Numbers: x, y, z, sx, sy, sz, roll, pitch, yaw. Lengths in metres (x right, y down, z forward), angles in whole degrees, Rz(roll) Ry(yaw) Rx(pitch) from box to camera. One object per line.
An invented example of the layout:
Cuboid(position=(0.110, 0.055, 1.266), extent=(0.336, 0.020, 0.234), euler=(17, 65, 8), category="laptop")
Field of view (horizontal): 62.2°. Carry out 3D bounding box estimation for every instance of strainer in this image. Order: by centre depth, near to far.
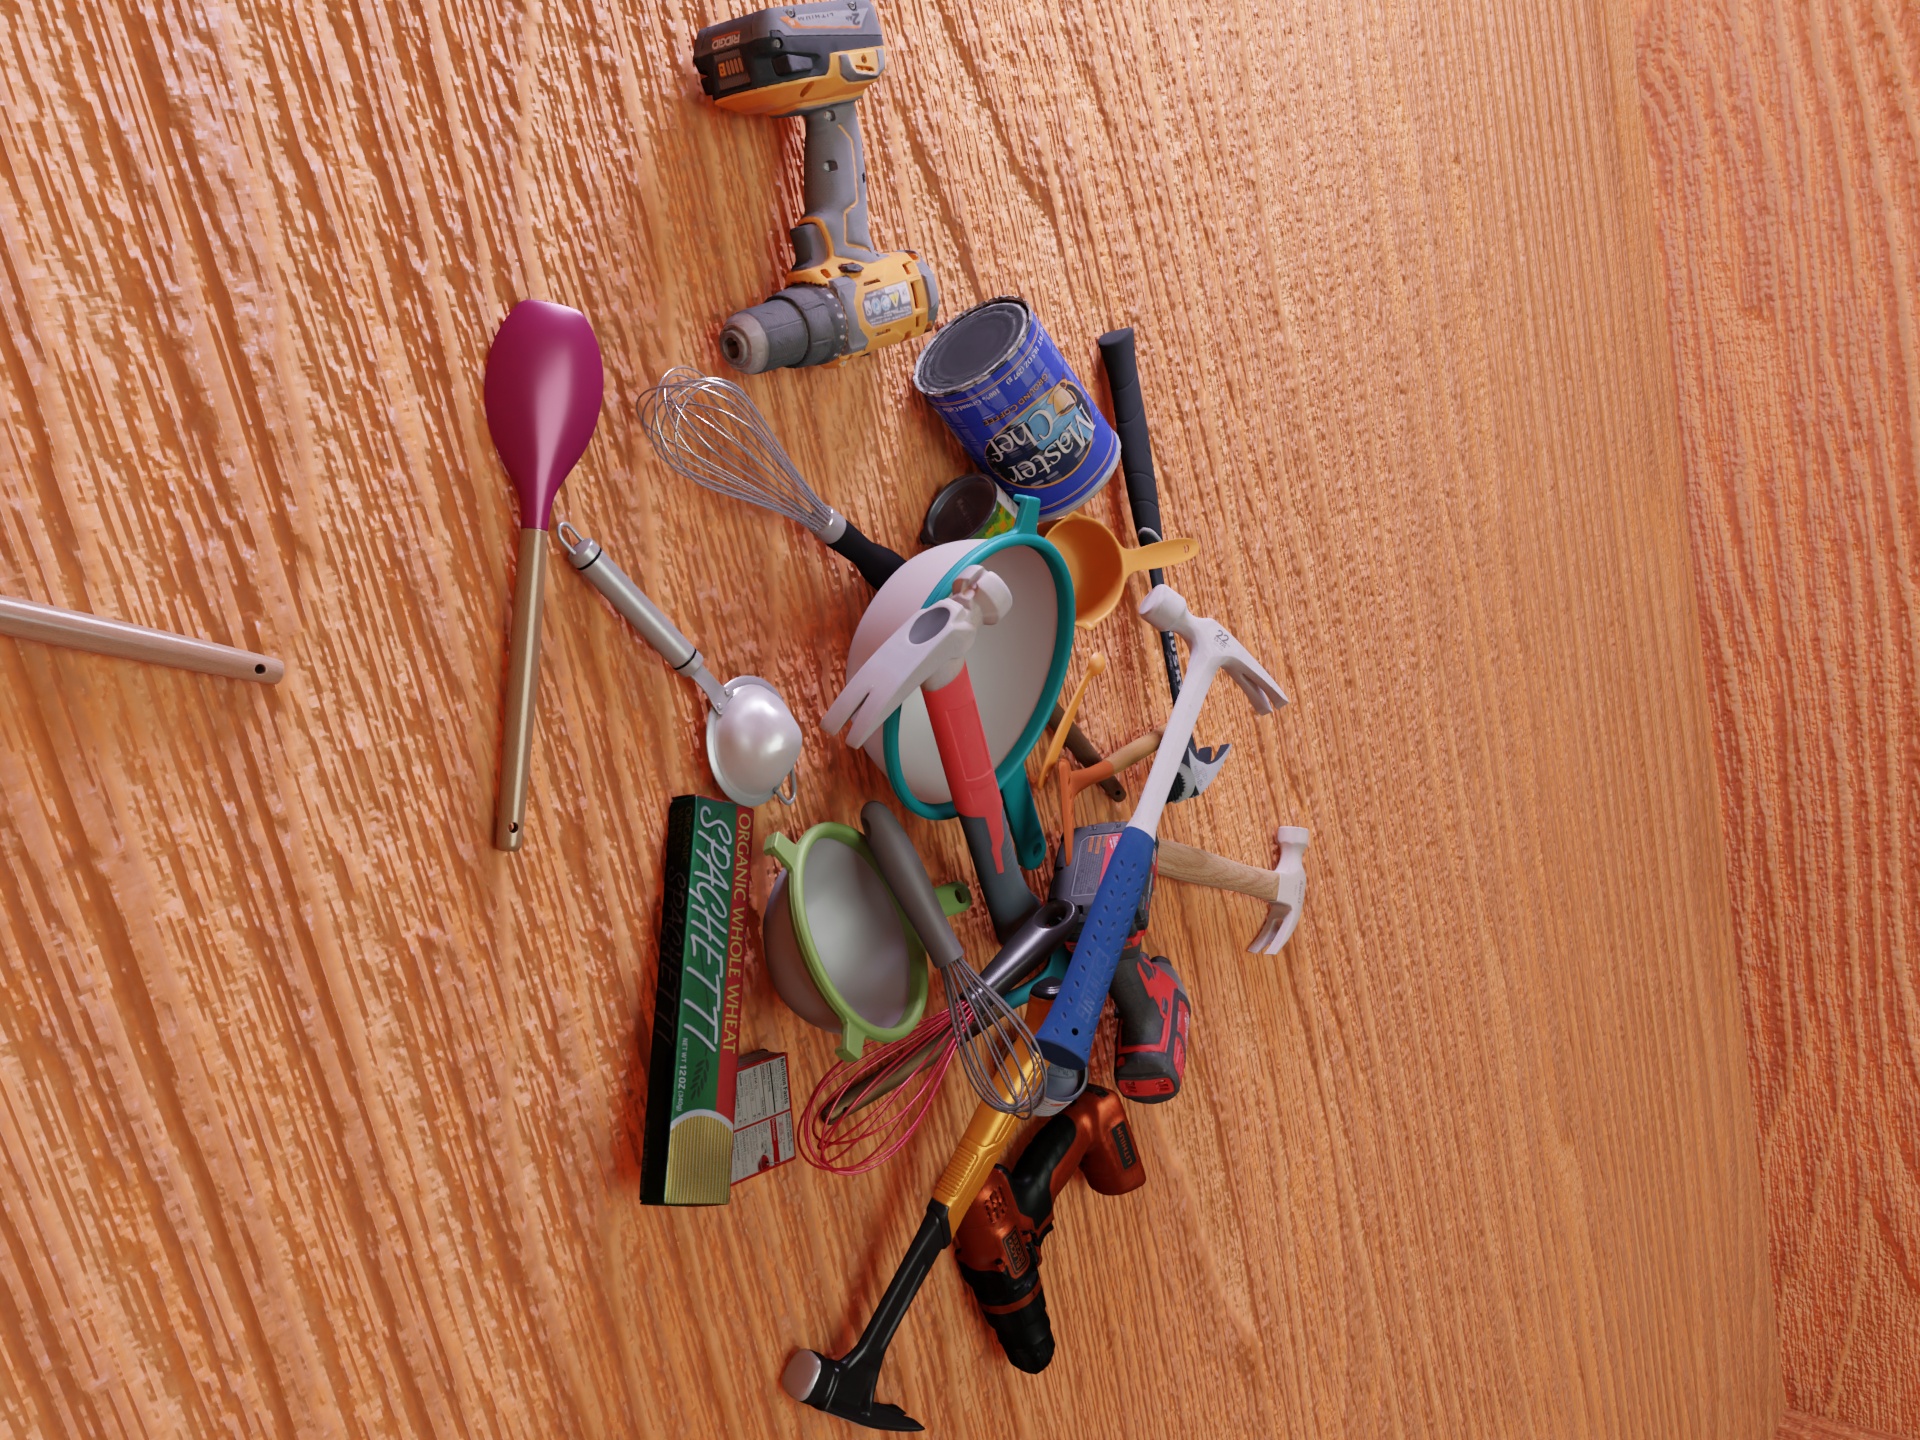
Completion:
Cuboid(position=(-0.166, -0.031, 1.003), extent=(0.258, 0.050, 0.087), euler=(50, 47, -33), category="strainer")
Cuboid(position=(-0.068, 0.146, 1.106), extent=(0.256, 0.069, 0.151), euler=(-5, 73, -67), category="strainer")
Cuboid(position=(-0.002, -0.004, 1.171), extent=(0.211, 0.095, 0.340), euler=(-51, 147, -25), category="strainer")

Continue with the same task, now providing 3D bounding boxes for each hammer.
Cuboid(position=(0.003, 0.068, 1.094), extent=(0.143, 0.038, 0.385), euler=(-46, 148, -22), category="hammer")
Cuboid(position=(0.002, 0.340, 1.136), extent=(0.127, 0.034, 0.337), euler=(40, 74, -40), category="hammer")
Cuboid(position=(0.145, 0.082, 1.213), extent=(0.144, 0.035, 0.406), euler=(35, 56, -15), category="hammer")
Cuboid(position=(0.170, -0.137, 1.374), extent=(0.149, 0.036, 0.409), euler=(-12, 92, -63), category="hammer")
Cuboid(position=(0.231, 0.141, 1.472), extent=(0.331, 0.031, 0.130), euler=(18, 75, -48), category="hammer")

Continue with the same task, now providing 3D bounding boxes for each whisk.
Cuboid(position=(-0.110, -0.146, 1.063), extent=(0.284, 0.070, 0.070), euler=(36, 63, -50), category="whisk")
Cuboid(position=(-0.008, 0.161, 1.076), extent=(0.055, 0.055, 0.239), euler=(-26, 87, -47), category="whisk")
Cuboid(position=(-0.006, 0.216, 1.128), extent=(0.296, 0.073, 0.073), euler=(-39, 118, -37), category="whisk")

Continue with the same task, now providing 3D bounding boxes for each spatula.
Cuboid(position=(0.006, 0.229, 1.214), extent=(0.317, 0.044, 0.082), euler=(-24, 108, -43), category="spatula")
Cuboid(position=(0.059, -0.020, 1.273), extent=(0.060, 0.018, 0.315), euler=(-37, 132, 6), category="spatula")
Cuboid(position=(0.140, 0.036, 1.330), extent=(0.322, 0.041, 0.081), euler=(-25, 113, -56), category="spatula")

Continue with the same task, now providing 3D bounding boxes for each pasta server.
Cuboid(position=(-0.439, -0.050, 0.682), extent=(0.316, 0.040, 0.060), euler=(16, 90, -50), category="pasta server")

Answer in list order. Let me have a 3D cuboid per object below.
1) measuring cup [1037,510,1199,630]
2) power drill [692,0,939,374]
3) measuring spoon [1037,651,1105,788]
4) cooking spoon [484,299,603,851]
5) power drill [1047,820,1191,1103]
Cuboid(position=(0.117, -0.127, 1.298), extent=(0.173, 0.052, 0.095), euler=(-15, 99, -33), category="measuring cup")
Cuboid(position=(-0.106, -0.346, 1.052), extent=(0.185, 0.084, 0.226), euler=(-32, 118, -44), category="power drill")
Cuboid(position=(0.085, 0.001, 1.208), extent=(0.117, 0.011, 0.021), euler=(-65, 158, -13), category="measuring spoon")
Cuboid(position=(-0.247, -0.084, 0.916), extent=(0.068, 0.017, 0.319), euler=(5, 87, -29), category="cooking spoon")
Cuboid(position=(0.142, 0.195, 1.316), extent=(0.143, 0.078, 0.219), euler=(-72, 149, -51), category="power drill")
